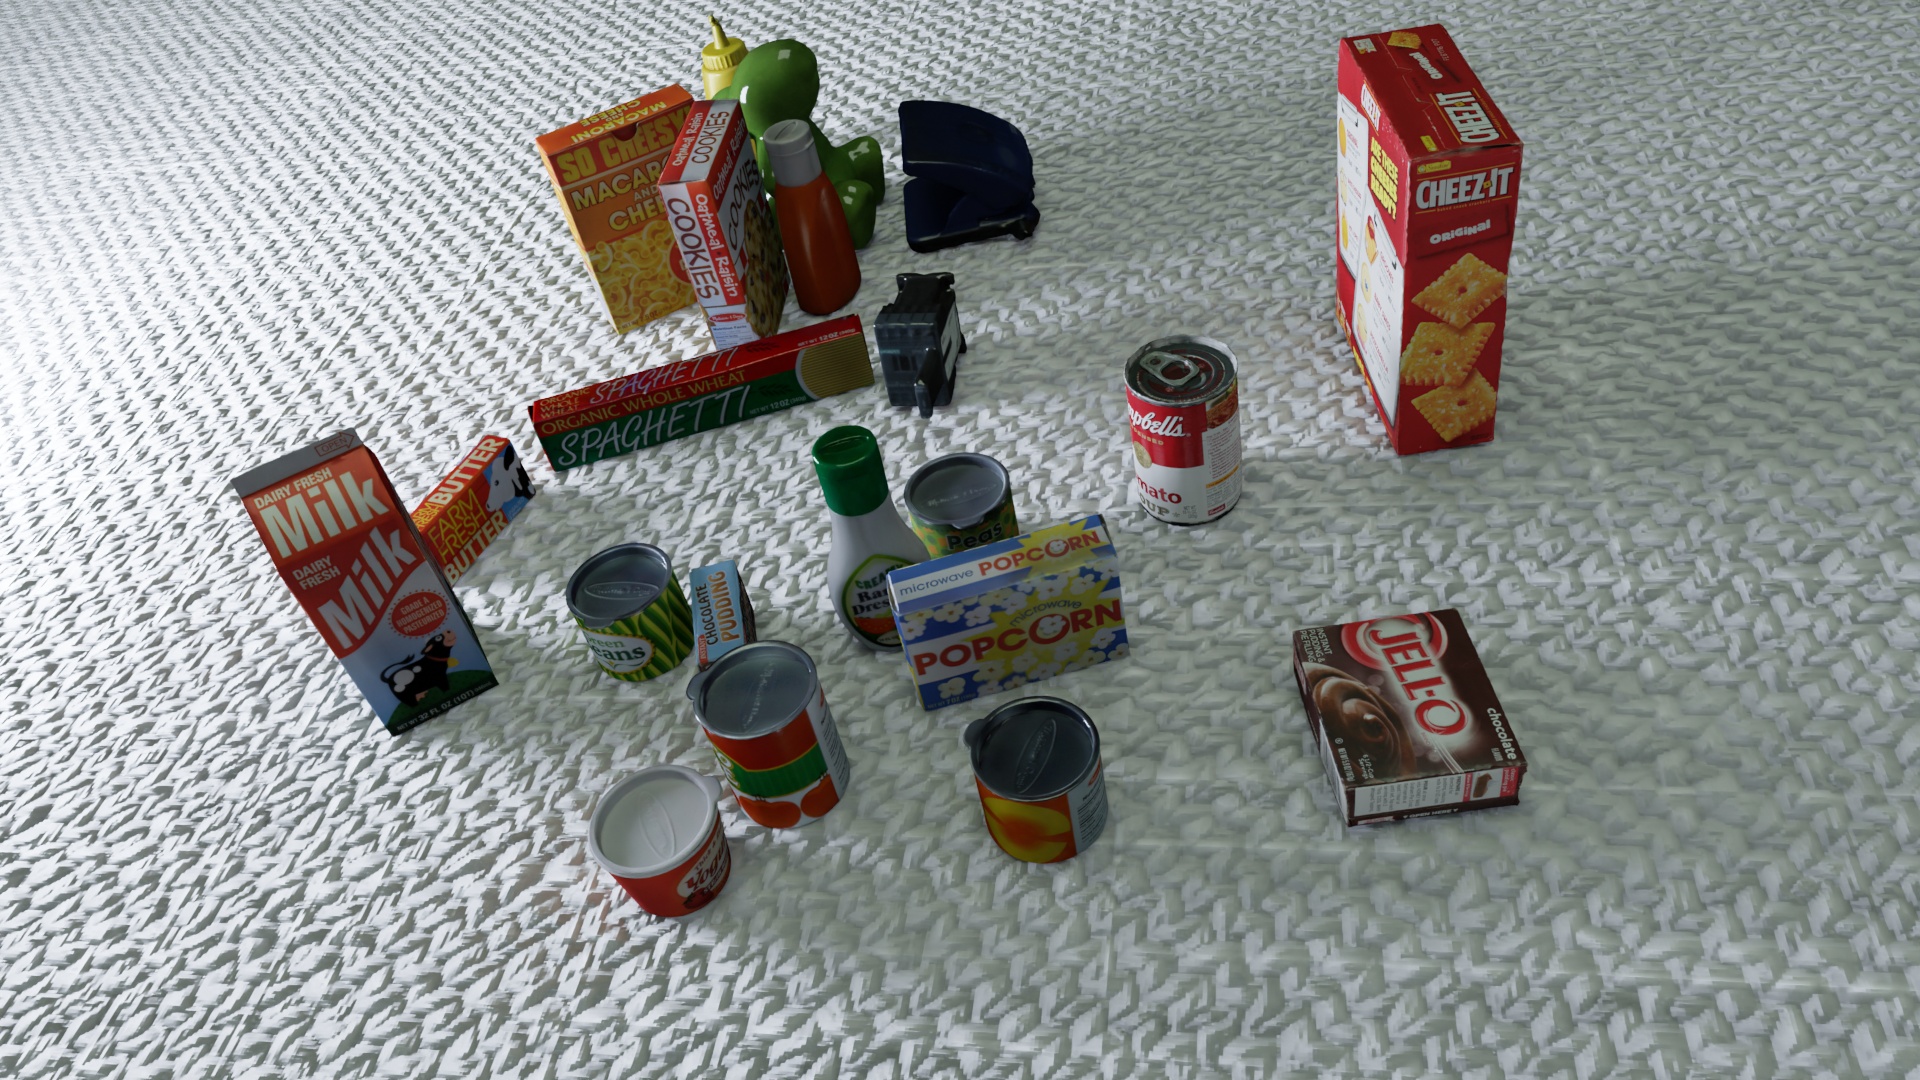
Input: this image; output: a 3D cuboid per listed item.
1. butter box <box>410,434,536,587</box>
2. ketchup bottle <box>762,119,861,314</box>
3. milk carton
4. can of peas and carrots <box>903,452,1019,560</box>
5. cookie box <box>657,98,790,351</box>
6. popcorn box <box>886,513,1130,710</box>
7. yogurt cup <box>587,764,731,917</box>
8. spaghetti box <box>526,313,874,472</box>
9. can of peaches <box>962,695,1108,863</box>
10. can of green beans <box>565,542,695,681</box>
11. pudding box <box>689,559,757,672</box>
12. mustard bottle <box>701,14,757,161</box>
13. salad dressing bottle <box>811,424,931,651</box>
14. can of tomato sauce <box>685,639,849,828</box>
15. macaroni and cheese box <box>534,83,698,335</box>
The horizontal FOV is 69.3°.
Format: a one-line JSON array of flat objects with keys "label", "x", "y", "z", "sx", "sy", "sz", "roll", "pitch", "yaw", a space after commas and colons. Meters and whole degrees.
[{"label": "butter box", "x": -0.341, "y": -0.021, "z": 0.962, "sx": 0.024, "sy": 0.052, "sz": 0.104, "roll": 11, "pitch": 48, "yaw": 24}, {"label": "ketchup bottle", "x": -0.117, "y": -0.253, "z": 1.084, "sx": 0.043, "sy": 0.148, "sz": 0.065, "roll": 11, "pitch": 48, "yaw": 24}, {"label": "milk carton", "x": -0.350, "y": 0.020, "z": 0.821, "sx": 0.072, "sy": 0.189, "sz": 0.074, "roll": -28, "pitch": 45, "yaw": -16}, {"label": "can of peas and carrots", "x": 0.003, "y": -0.011, "z": 0.865, "sx": 0.071, "sy": 0.058, "sz": 0.071, "roll": -7, "pitch": 43, "yaw": 7}, {"label": "cookie box", "x": -0.178, "y": -0.234, "z": 1.065, "sx": 0.040, "sy": 0.166, "sz": 0.123, "roll": -4, "pitch": 43, "yaw": 9}, {"label": "popcorn box", "x": 0.028, "y": 0.042, "z": 0.784, "sx": 0.127, "sy": 0.084, "sz": 0.038, "roll": -16, "pitch": 43, "yaw": -3}, {"label": "yogurt cup", "x": -0.153, "y": 0.160, "z": 0.726, "sx": 0.072, "sy": 0.053, "sz": 0.073, "roll": -7, "pitch": 43, "yaw": 7}, {"label": "spaghetti box", "x": -0.188, "y": -0.108, "z": 1.021, "sx": 0.250, "sy": 0.050, "sz": 0.029, "roll": -16, "pitch": 43, "yaw": -4}, {"label": "can of peaches", "x": 0.039, "y": 0.123, "z": 0.716, "sx": 0.071, "sy": 0.057, "sz": 0.071, "roll": -7, "pitch": 43, "yaw": 7}, {"label": "can of green beans", "x": -0.202, "y": 0.045, "z": 0.856, "sx": 0.071, "sy": 0.057, "sz": 0.071, "roll": -7, "pitch": 43, "yaw": 7}, {"label": "pudding box", "x": -0.141, "y": 0.057, "z": 0.834, "sx": 0.030, "sy": 0.049, "sz": 0.084, "roll": -15, "pitch": 43, "yaw": -2}, {"label": "mustard bottle", "x": -0.199, "y": -0.398, "z": 1.250, "sx": 0.065, "sy": 0.159, "sz": 0.049, "roll": -20, "pitch": 43, "yaw": -8}, {"label": "salad dressing bottle", "x": -0.052, "y": 0.000, "z": 0.801, "sx": 0.064, "sy": 0.147, "sz": 0.044, "roll": -16, "pitch": 43, "yaw": -4}, {"label": "can of tomato sauce", "x": -0.102, "y": 0.106, "z": 0.749, "sx": 0.071, "sy": 0.082, "sz": 0.071, "roll": -7, "pitch": 43, "yaw": 7}, {"label": "macaroni and cheese box", "x": -0.250, "y": -0.263, "z": 1.114, "sx": 0.124, "sy": 0.165, "sz": 0.040, "roll": -28, "pitch": 45, "yaw": -15}]
